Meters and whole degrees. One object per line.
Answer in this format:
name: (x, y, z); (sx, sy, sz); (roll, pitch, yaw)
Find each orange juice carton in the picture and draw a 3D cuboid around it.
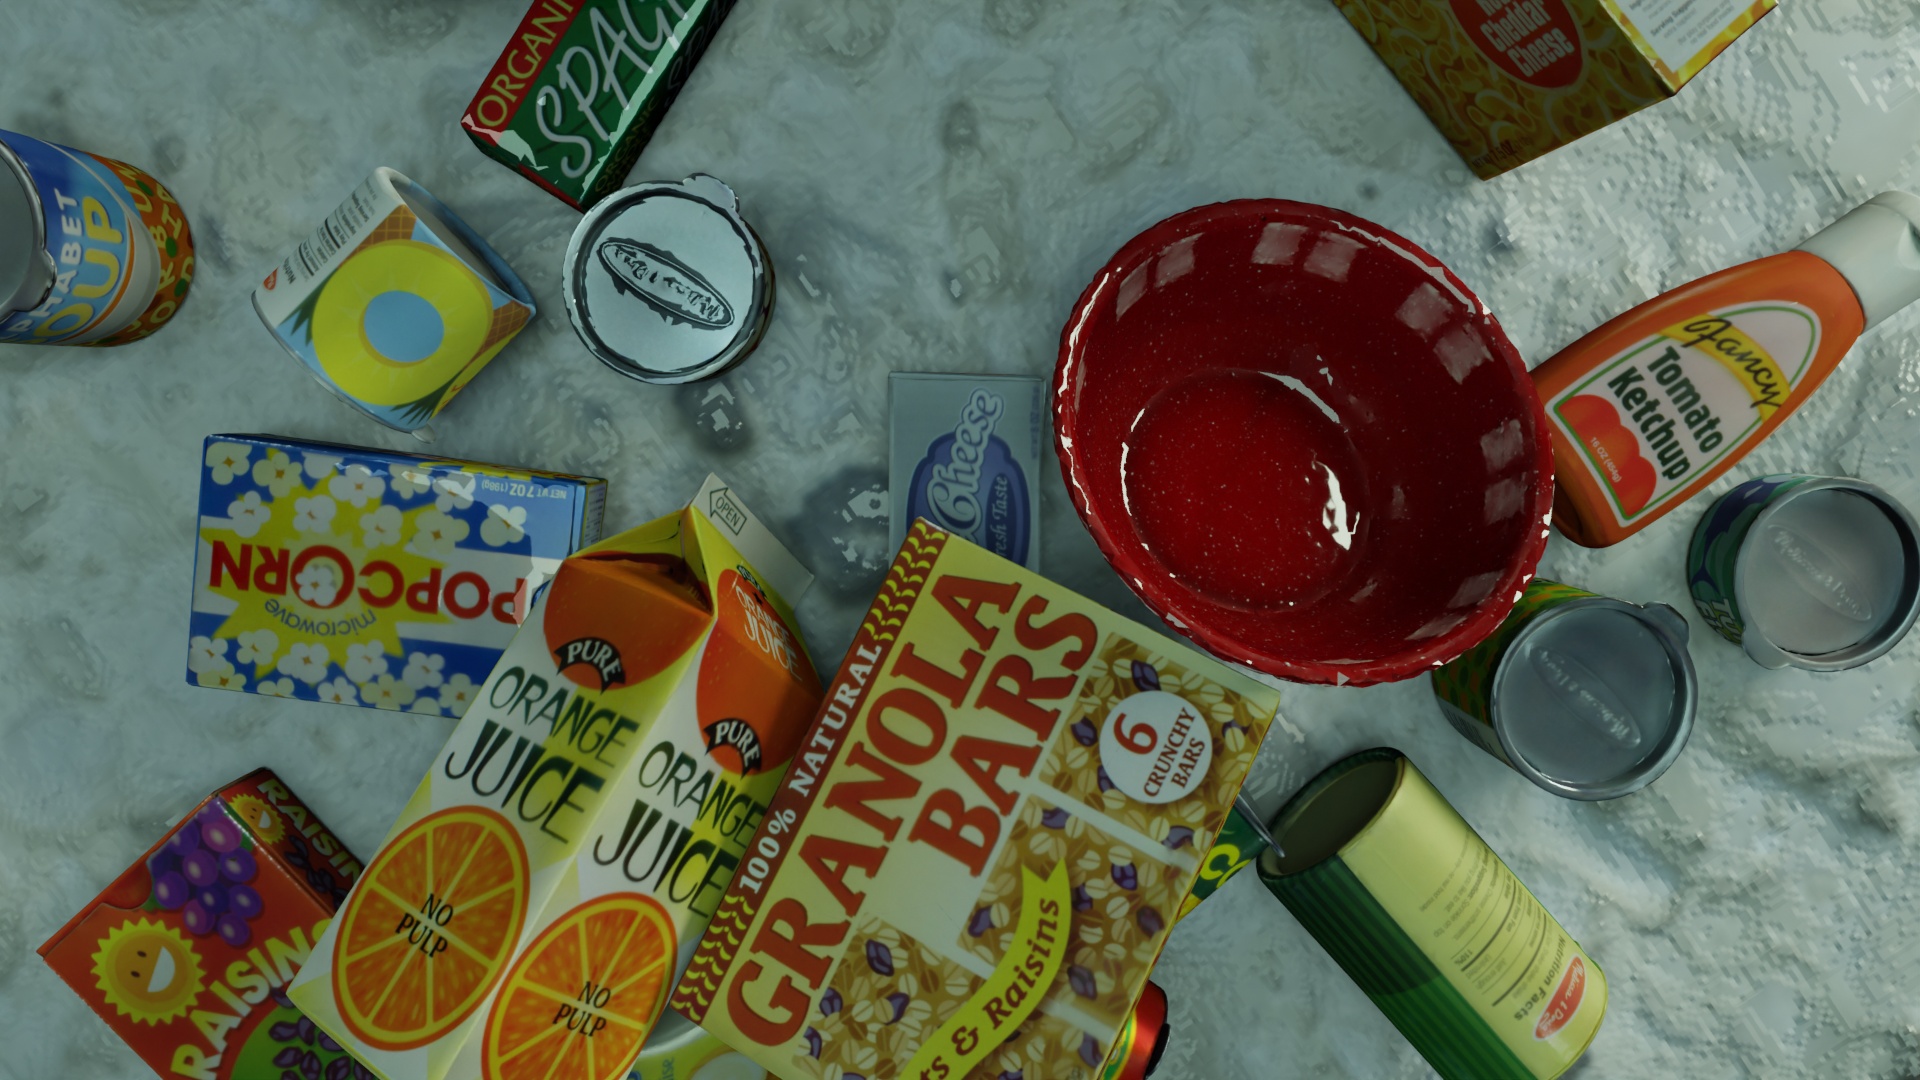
orange juice carton: (-0.108, 0.076, 0.432); (0.073, 0.071, 0.193); (16, 69, 34)

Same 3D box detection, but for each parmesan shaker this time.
parmesan shaker: (0.160, 0.127, 0.473); (0.071, 0.071, 0.103); (-42, 94, 3)

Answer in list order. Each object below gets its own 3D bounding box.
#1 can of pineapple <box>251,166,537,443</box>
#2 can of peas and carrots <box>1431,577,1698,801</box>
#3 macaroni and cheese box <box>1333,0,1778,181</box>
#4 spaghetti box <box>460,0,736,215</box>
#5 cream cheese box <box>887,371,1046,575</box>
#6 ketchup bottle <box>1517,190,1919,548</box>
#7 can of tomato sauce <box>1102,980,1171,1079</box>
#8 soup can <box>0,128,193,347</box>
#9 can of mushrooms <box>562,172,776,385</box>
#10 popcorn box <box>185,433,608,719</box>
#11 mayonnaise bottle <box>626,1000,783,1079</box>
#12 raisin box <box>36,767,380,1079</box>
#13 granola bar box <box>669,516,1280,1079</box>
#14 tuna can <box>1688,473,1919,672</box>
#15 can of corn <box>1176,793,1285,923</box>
can of pineapple: (-0.180, -0.076, 0.451); (0.058, 0.071, 0.071); (-44, 94, 4)
can of peas and carrots: (0.202, 0.046, 0.468); (0.071, 0.059, 0.071); (0, 95, -1)
macaroni and cheese box: (0.141, -0.193, 0.413); (0.040, 0.124, 0.166); (-41, 94, 1)
spaghetti box: (-0.076, -0.223, 0.456); (0.050, 0.029, 0.250); (34, 94, -2)
cream cheese box: (0.002, -0.006, 0.479); (0.053, 0.024, 0.103); (1, 95, 0)
ketchup bottle: (0.257, -0.062, 0.467); (0.149, 0.043, 0.064); (-34, 95, 2)
can of tomato sauce: (0.018, 0.159, 0.471); (0.083, 0.071, 0.071); (34, 94, -3)
soup can: (-0.294, -0.093, 0.438); (0.071, 0.084, 0.071); (0, 96, 0)
can of mushrooms: (-0.095, -0.087, 0.466); (0.071, 0.033, 0.071); (0, 95, 0)
popcorn box: (-0.190, 0.013, 0.472); (0.127, 0.038, 0.085); (7, 94, -1)
mayonnaise bottle: (-0.109, 0.179, 0.468); (0.148, 0.041, 0.064); (-15, 114, -13)
raisin box: (-0.239, 0.154, 0.484); (0.086, 0.040, 0.123); (-42, 94, 4)
granola bar box: (0.006, 0.094, 0.422); (0.124, 0.039, 0.165); (26, 85, 15)
tuna can: (0.289, 0.012, 0.479); (0.071, 0.033, 0.071); (0, 95, 0)
can of corn: (0.063, 0.096, 0.467); (0.058, 0.071, 0.071); (-41, 94, 4)
